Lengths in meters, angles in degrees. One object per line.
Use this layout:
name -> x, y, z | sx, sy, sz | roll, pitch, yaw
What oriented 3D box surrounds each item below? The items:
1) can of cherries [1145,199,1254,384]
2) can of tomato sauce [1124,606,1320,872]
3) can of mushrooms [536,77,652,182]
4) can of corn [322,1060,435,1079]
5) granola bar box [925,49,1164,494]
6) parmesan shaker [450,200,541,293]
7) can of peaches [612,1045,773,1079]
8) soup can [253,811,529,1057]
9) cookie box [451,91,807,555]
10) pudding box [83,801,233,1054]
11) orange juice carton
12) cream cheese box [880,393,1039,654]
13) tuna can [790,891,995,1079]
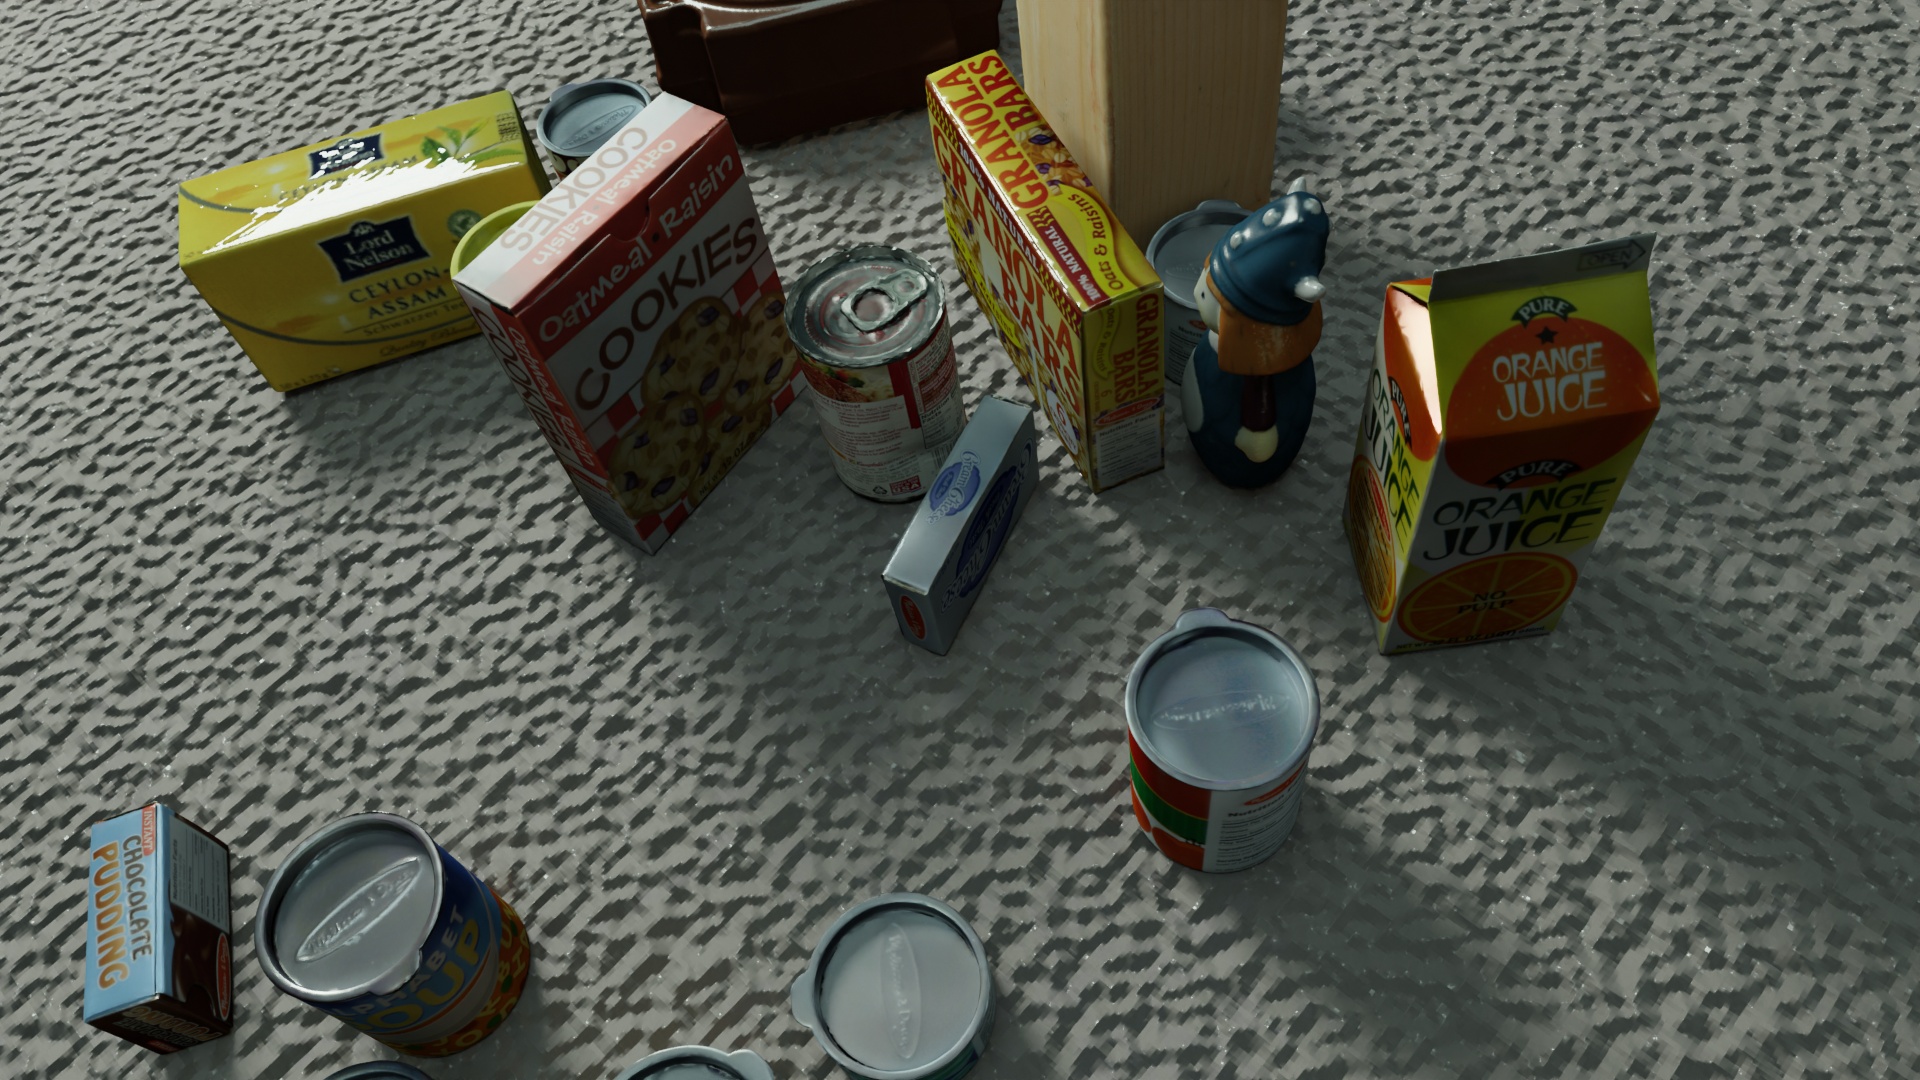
can of cherries -> 0.121, -0.115, 0.652 | 0.071, 0.058, 0.072 | -4, 56, 6
can of tomato sauce -> 0.094, 0.076, 0.513 | 0.071, 0.082, 0.071 | -4, 56, 6
can of mushrooms -> -0.204, -0.230, 0.788 | 0.071, 0.033, 0.071 | -4, 56, 5
can of corn -> -0.194, 0.217, 0.473 | 0.071, 0.058, 0.071 | -4, 56, 6
granola bar box -> 0.038, -0.120, 0.628 | 0.039, 0.123, 0.166 | -23, 56, -7
parmesan shaker -> -0.185, -0.100, 0.657 | 0.071, 0.102, 0.071 | -4, 56, 6
can of peaches -> -0.085, 0.208, 0.465 | 0.071, 0.057, 0.071 | -4, 56, 6
soup can -> -0.202, 0.148, 0.505 | 0.071, 0.083, 0.072 | -4, 56, 6
cookie box -> -0.131, -0.088, 0.603 | 0.040, 0.166, 0.123 | 28, 64, 23
pudding box -> -0.310, 0.150, 0.539 | 0.030, 0.049, 0.084 | -20, 56, -5
orange juice carton -> 0.193, -0.038, 0.510 | 0.072, 0.191, 0.073 | -8, 56, 3
cream cheese box -> 0.002, -0.008, 0.600 | 0.024, 0.053, 0.104 | 19, 61, 19
tuna can -> -0.023, 0.164, 0.500 | 0.071, 0.032, 0.071 | -4, 56, 5
